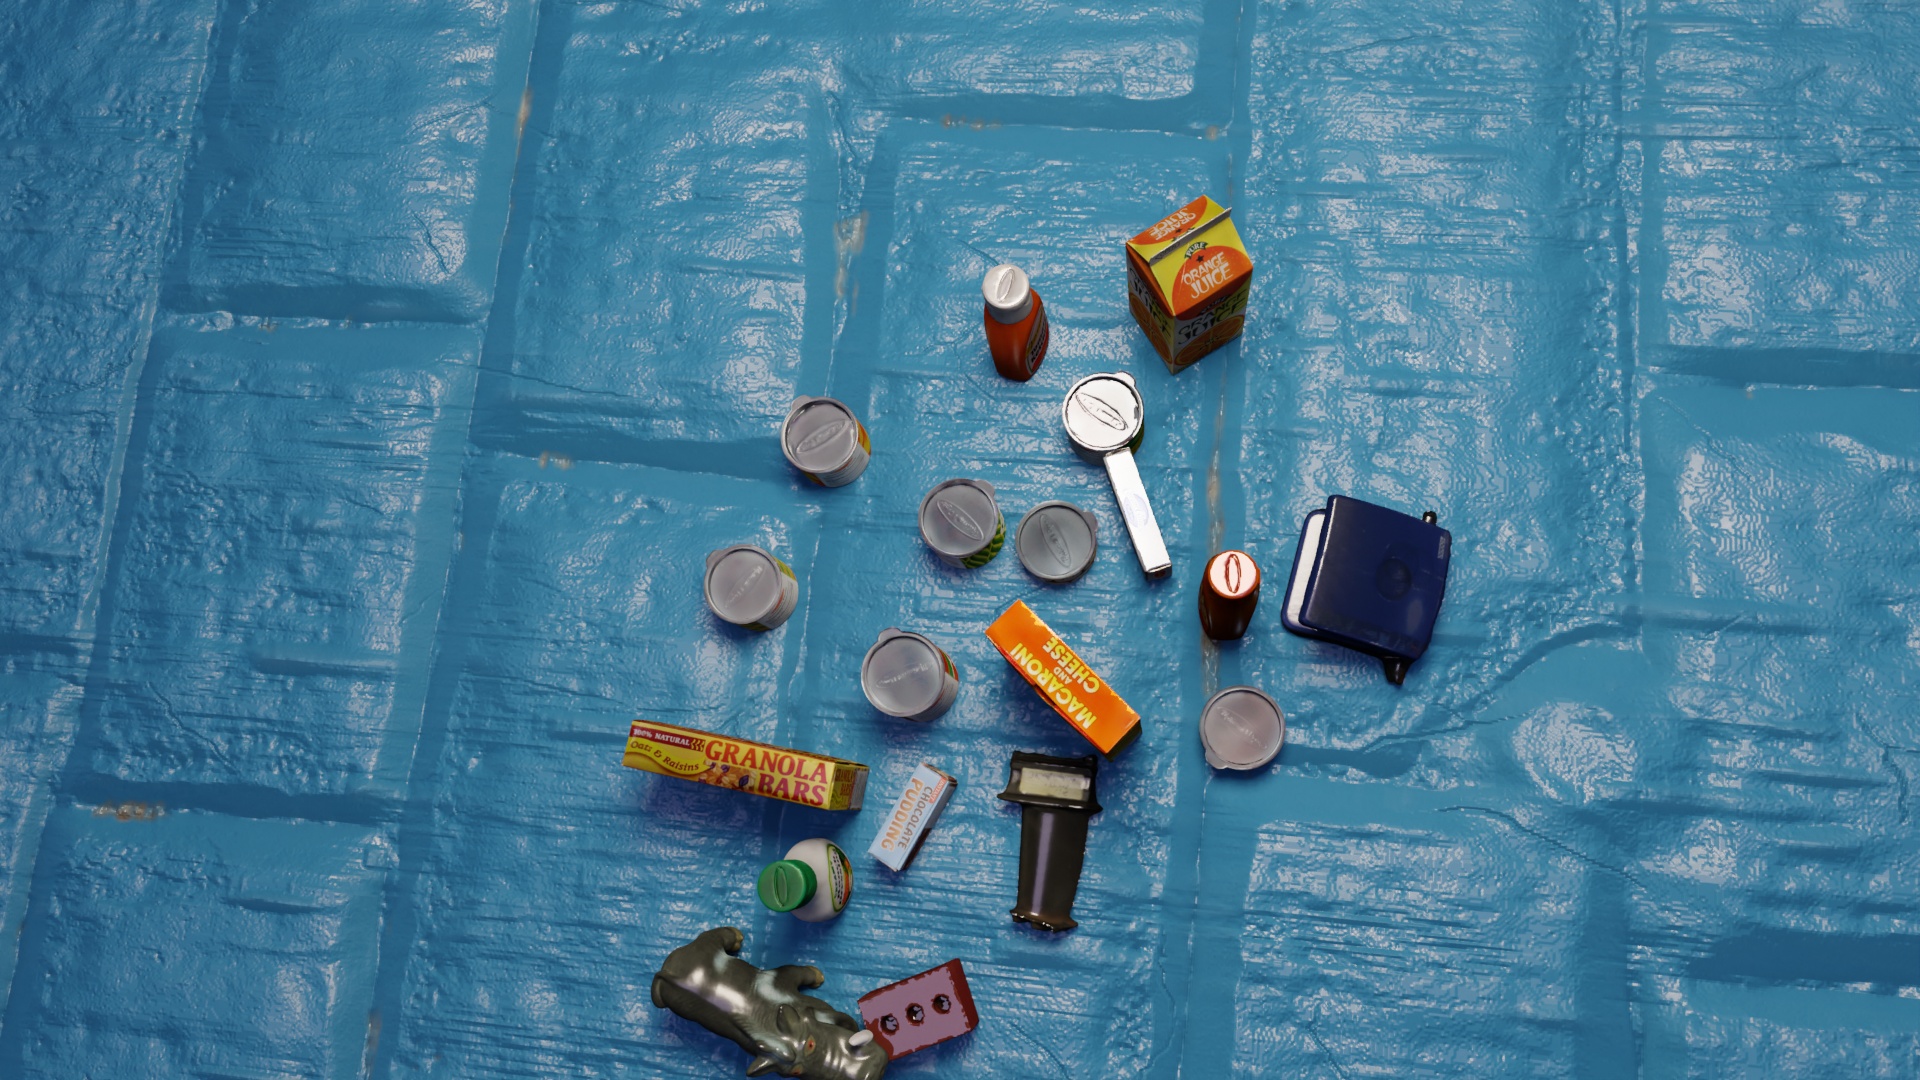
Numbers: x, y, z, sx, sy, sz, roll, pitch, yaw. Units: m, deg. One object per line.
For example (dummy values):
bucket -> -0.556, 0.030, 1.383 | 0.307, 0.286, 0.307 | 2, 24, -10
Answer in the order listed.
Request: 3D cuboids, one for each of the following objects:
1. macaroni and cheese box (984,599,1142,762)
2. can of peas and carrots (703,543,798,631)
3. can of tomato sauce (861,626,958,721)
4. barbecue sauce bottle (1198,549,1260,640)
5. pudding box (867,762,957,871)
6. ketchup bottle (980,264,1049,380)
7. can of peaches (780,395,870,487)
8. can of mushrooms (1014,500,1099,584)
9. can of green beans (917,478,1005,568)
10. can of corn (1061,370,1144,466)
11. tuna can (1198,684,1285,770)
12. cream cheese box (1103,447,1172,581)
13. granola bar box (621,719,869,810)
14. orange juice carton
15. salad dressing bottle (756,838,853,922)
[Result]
macaroni and cheese box -> 0.081, 0.111, 1.055 | 0.040, 0.166, 0.124 | -45, 77, -2
can of peas and carrots -> -0.176, 0.039, 1.161 | 0.071, 0.058, 0.071 | -2, 79, 8
can of tomato sauce -> -0.040, 0.109, 1.115 | 0.071, 0.083, 0.071 | -2, 79, 8
barbecue sauce bottle -> 0.206, 0.038, 1.062 | 0.044, 0.148, 0.065 | 0, 79, 8
pudding box -> -0.037, 0.221, 1.109 | 0.030, 0.049, 0.084 | 29, 84, 12
ketchup bottle -> 0.043, -0.180, 1.129 | 0.043, 0.148, 0.065 | 17, 82, 11
can of peaches -> -0.114, -0.085, 1.178 | 0.071, 0.058, 0.071 | -2, 79, 8
can of mushrooms -> 0.082, 0.001, 1.146 | 0.071, 0.033, 0.071 | -1, 79, 8
can of green beans -> 0.002, -0.013, 1.147 | 0.071, 0.057, 0.071 | -2, 79, 8
can of corn -> 0.120, -0.101, 1.149 | 0.071, 0.058, 0.071 | -2, 79, 8
tuna can -> 0.220, 0.150, 1.097 | 0.071, 0.033, 0.071 | -1, 79, 8
cream cheese box -> 0.144, -0.020, 1.131 | 0.024, 0.053, 0.104 | -19, 77, 4
granola bar box -> -0.165, 0.178, 1.097 | 0.165, 0.124, 0.039 | 10, 81, 10
orange juice carton -> 0.179, -0.204, 1.092 | 0.072, 0.192, 0.073 | -31, 77, 1
salad dressing bottle -> -0.118, 0.261, 1.062 | 0.044, 0.147, 0.064 | -8, 78, 6
